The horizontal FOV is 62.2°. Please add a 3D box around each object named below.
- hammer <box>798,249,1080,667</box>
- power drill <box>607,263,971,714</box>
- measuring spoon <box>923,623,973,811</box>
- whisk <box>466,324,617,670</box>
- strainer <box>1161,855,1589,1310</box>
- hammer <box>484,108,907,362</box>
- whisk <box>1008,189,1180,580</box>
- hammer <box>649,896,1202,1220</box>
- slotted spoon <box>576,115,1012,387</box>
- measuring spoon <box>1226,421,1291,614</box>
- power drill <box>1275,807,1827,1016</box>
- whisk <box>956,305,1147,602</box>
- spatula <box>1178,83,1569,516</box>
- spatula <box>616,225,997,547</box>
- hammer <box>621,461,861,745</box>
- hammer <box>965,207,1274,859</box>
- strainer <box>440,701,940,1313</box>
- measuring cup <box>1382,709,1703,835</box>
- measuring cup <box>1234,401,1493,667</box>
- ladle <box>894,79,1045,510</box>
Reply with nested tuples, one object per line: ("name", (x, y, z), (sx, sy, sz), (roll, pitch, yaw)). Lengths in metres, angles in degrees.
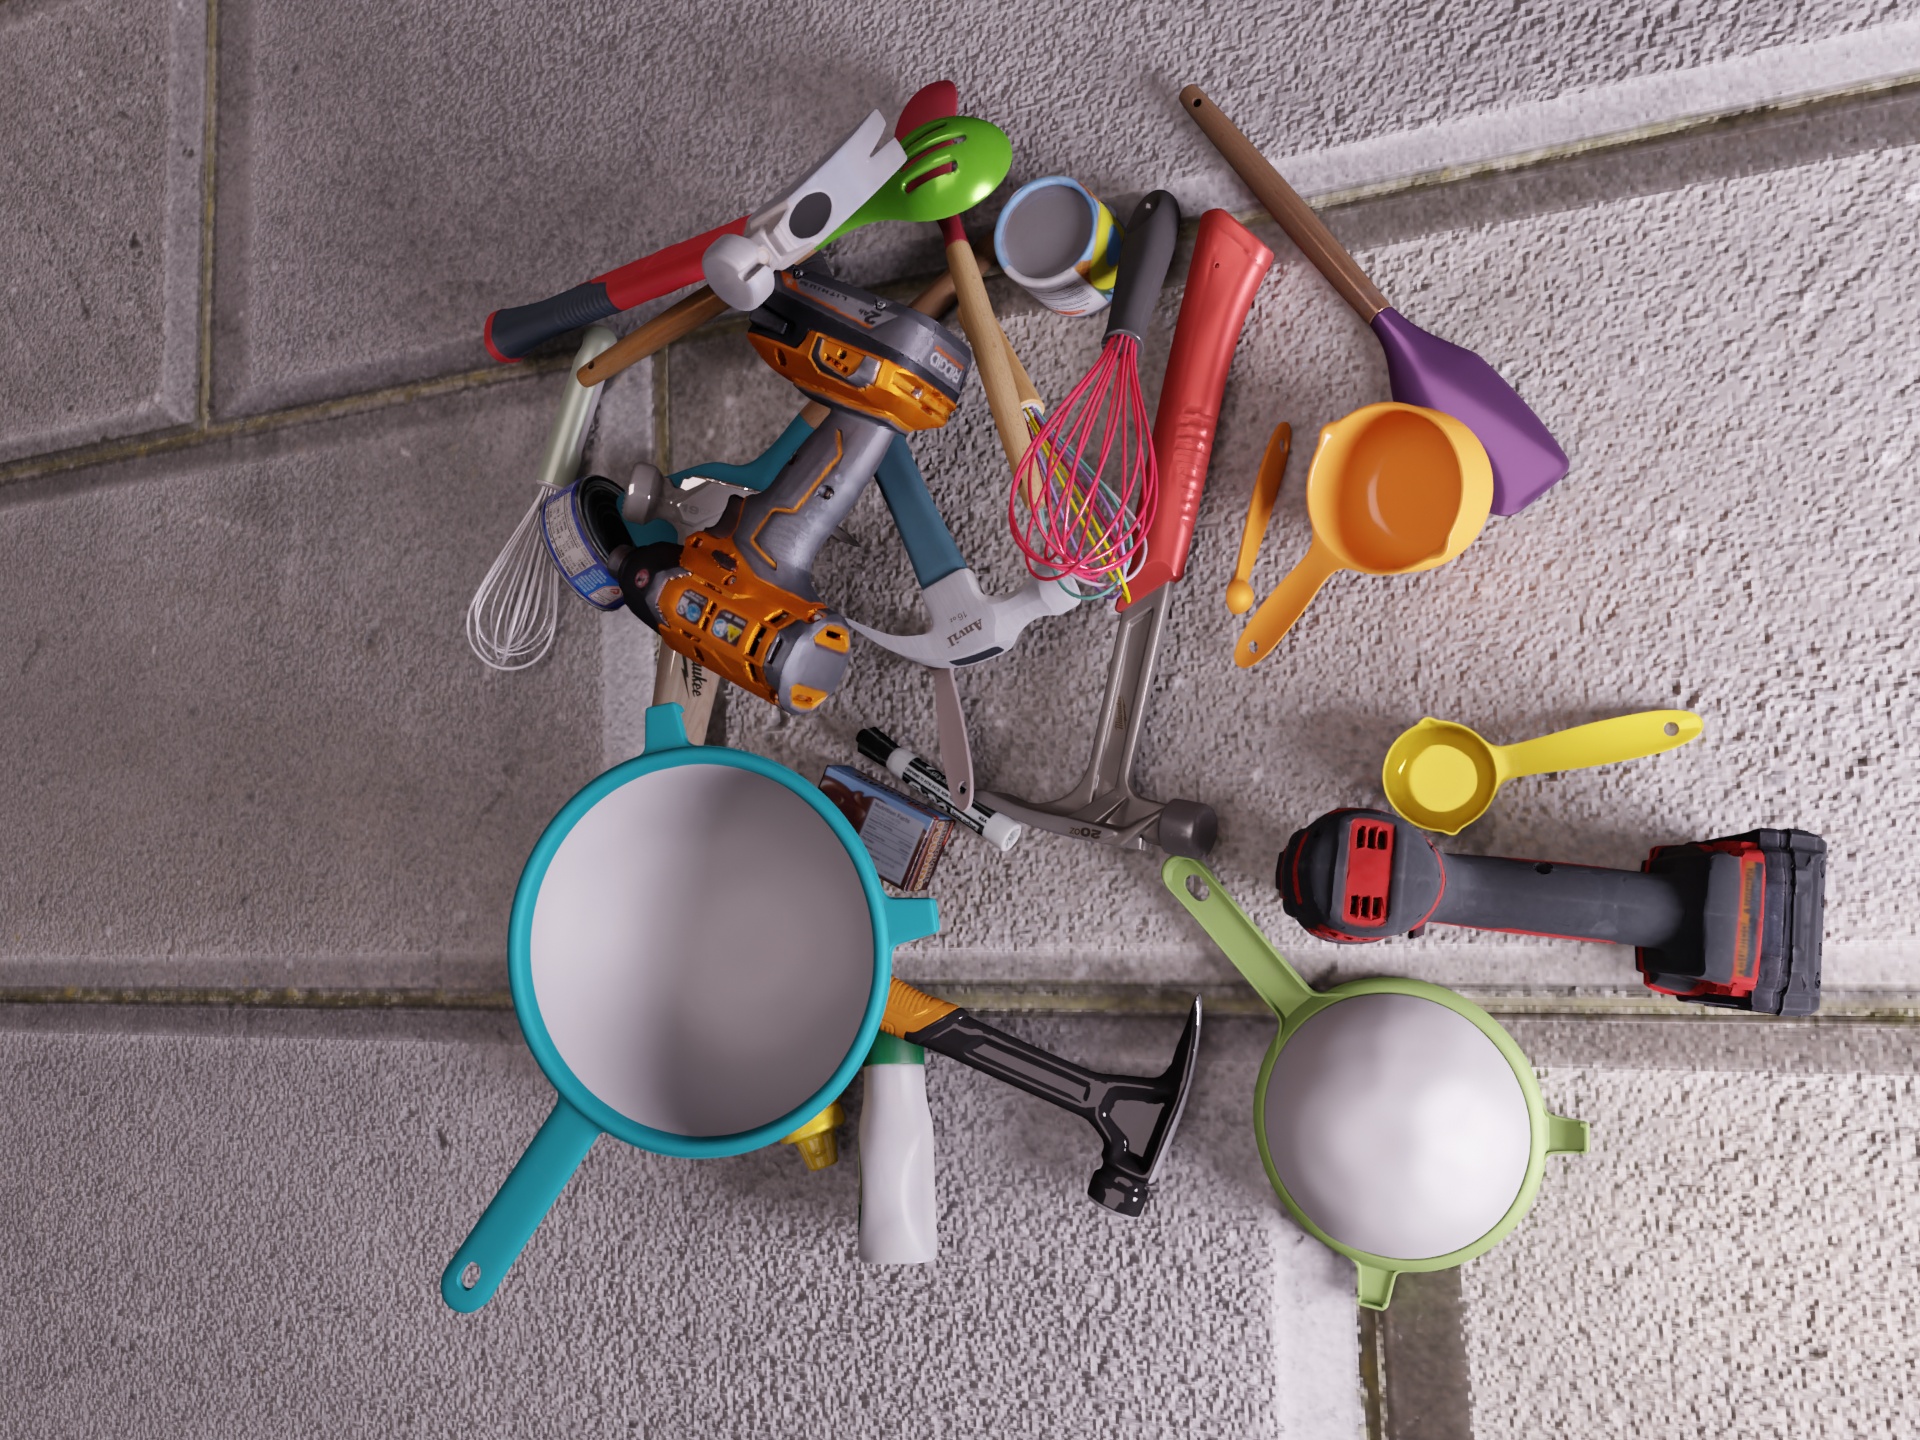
("hammer", (-0.051, -0.178, 0.950), (0.128, 0.033, 0.331), (-30, 70, 15))
("power drill", (-0.106, -0.136, 0.904), (0.164, 0.084, 0.226), (27, 94, 26))
("measuring spoon", (-0.001, -0.003, 0.942), (0.034, 0.018, 0.124), (-29, 59, 39))
("whisk", (-0.281, -0.153, 1.091), (0.059, 0.058, 0.246), (18, 90, -9))
("strainer", (0.184, 0.169, 0.822), (0.151, 0.069, 0.256), (-45, 70, 16))
("hammer", (-0.189, -0.279, 0.982), (0.386, 0.038, 0.143), (3, 47, 51))
("whisk", (0.084, -0.186, 0.847), (0.073, 0.073, 0.296), (-2, 52, 25))
("hammer", (-0.033, 0.156, 0.901), (0.337, 0.034, 0.127), (21, 90, 12))
("slotted spoon", (-0.111, -0.276, 0.960), (0.314, 0.031, 0.070), (-24, 63, 23))
("measuring spoon", (0.167, -0.112, 0.869), (0.011, 0.021, 0.117), (5, 71, 41))
("power drill", (0.263, 0.085, 0.756), (0.227, 0.188, 0.080), (6, 83, 7))
("whisk", (0.046, -0.158, 0.908), (0.051, 0.047, 0.245), (-42, 52, 26))
("spatula", (0.213, -0.239, 0.873), (0.060, 0.018, 0.316), (-39, 71, 18))
("spatula", (-0.082, -0.207, 0.998), (0.317, 0.044, 0.082), (-40, 68, 16))
("hammer", (-0.179, 0.054, 1.008), (0.146, 0.038, 0.410), (13, 99, -8))
("hammer", (0.106, -0.109, 0.899), (0.149, 0.036, 0.359), (11, 89, 33))
("strainer", (-0.164, 0.173, 0.863), (0.211, 0.095, 0.340), (36, 96, 13))
("measuring cup", (0.295, 0.019, 0.813), (0.156, 0.029, 0.062), (-13, 80, 12))
("measuring cup", (0.210, -0.092, 0.850), (0.095, 0.052, 0.173), (53, 128, 24))
("ladle", (0.005, -0.253, 0.924), (0.069, 0.031, 0.316), (-46, 50, 48))
